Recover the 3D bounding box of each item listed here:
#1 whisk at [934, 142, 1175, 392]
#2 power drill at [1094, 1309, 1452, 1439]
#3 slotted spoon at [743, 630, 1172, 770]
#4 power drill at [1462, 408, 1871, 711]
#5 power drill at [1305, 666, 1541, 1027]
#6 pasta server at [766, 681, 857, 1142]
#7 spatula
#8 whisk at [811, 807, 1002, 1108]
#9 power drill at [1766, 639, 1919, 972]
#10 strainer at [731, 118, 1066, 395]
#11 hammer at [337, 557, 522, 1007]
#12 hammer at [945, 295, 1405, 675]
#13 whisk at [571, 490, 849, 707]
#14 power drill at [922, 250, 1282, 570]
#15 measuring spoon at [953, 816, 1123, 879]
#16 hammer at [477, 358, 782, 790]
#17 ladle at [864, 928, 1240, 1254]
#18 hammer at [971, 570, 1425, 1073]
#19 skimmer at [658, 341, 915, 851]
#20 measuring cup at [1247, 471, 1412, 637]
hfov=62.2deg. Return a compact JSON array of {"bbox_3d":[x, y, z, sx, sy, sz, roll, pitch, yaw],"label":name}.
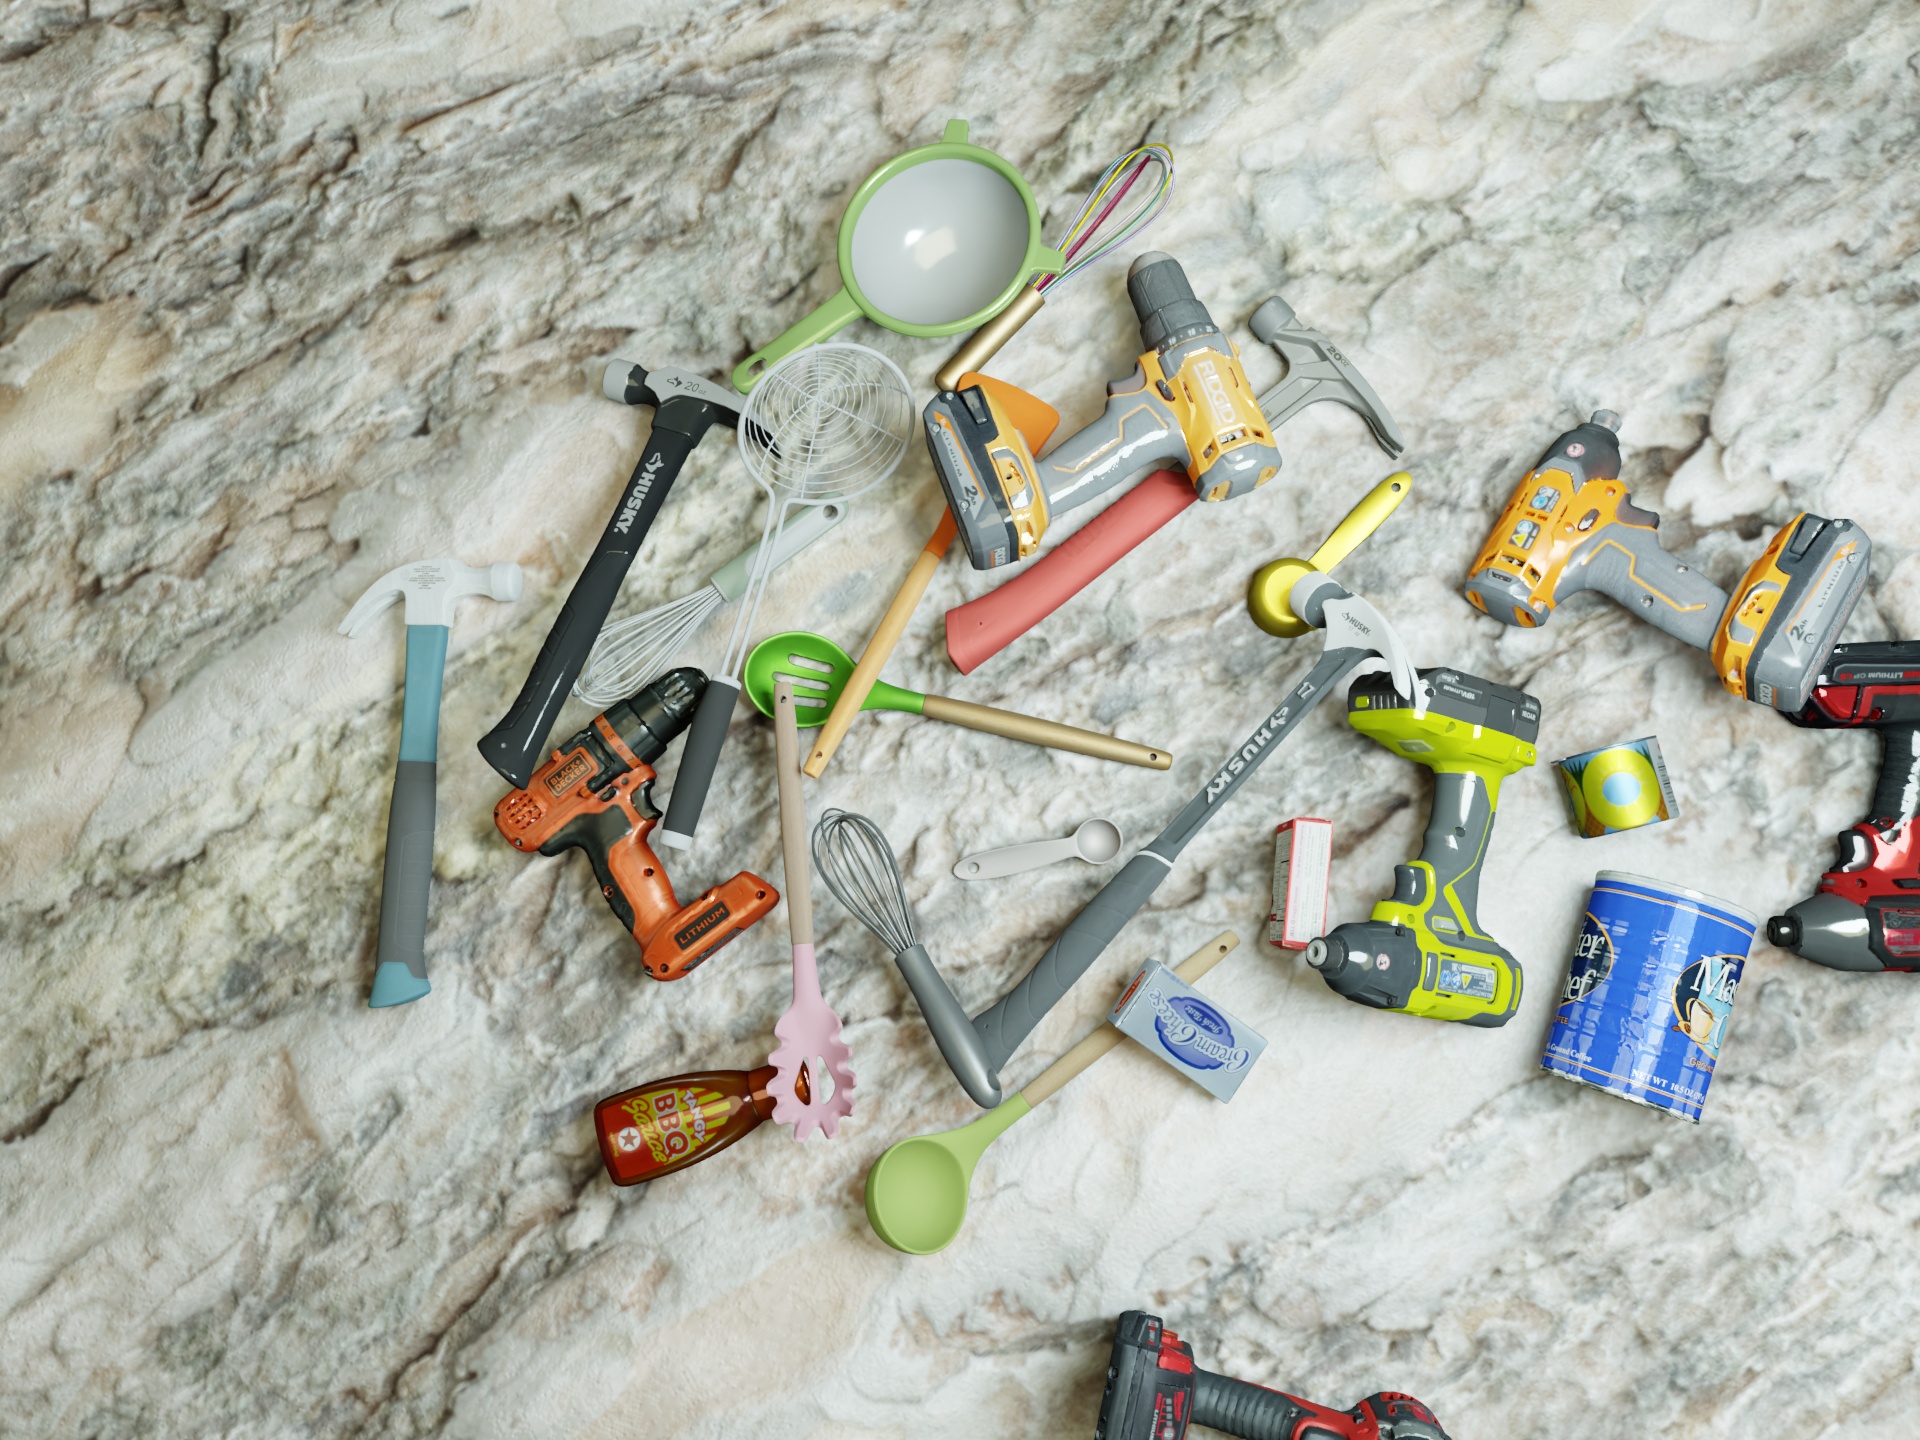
[{"bbox_3d":[0.069,-0.336,1.181,0.051,0.047,0.245,44,91,7],"label":"whisk"},{"bbox_3d":[0.200,0.448,0.993,0.227,0.187,0.080,11,83,10],"label":"power drill"},{"bbox_3d":[-0.002,-0.004,1.148,0.314,0.031,0.070,13,84,4],"label":"slotted spoon"},{"bbox_3d":[0.478,-0.115,1.071,0.227,0.084,0.164,27,85,33],"label":"power drill"},{"bbox_3d":[0.308,0.083,1.057,0.171,0.080,0.223,15,79,-30],"label":"power drill"},{"bbox_3d":[-0.111,0.126,1.097,0.060,0.040,0.316,-5,79,-4],"label":"pasta server"},{"bbox_3d":[-0.032,-0.102,1.141,0.081,0.041,0.323,26,74,6],"label":"spatula"},{"bbox_3d":[-0.036,0.162,1.100,0.055,0.055,0.239,-31,71,0],"label":"whisk"},{"bbox_3d":[0.612,0.060,1.071,0.143,0.078,0.220,-3,85,4],"label":"power drill"},{"bbox_3d":[-0.054,-0.311,1.174,0.256,0.069,0.152,-34,74,5],"label":"strainer"},{"bbox_3d":[-0.398,0.044,1.166,0.128,0.033,0.331,2,82,4],"label":"hammer"},{"bbox_3d":[0.141,-0.146,1.152,0.359,0.036,0.149,-38,81,-2],"label":"hammer"},{"bbox_3d":[-0.182,-0.091,1.163,0.246,0.059,0.057,-37,113,-6],"label":"whisk"},{"bbox_3d":[0.089,-0.219,1.112,0.226,0.084,0.185,-19,77,-2],"label":"power drill"},{"bbox_3d":[0.055,0.094,1.138,0.124,0.018,0.034,-13,98,9],"label":"measuring spoon"},{"bbox_3d":[-0.249,-0.104,1.134,0.146,0.035,0.335,18,71,12],"label":"hammer"},{"bbox_3d":[0.068,0.249,1.094,0.320,0.062,0.078,-37,99,-4],"label":"ladle"},{"bbox_3d":[0.146,0.084,1.072,0.036,0.149,0.409,35,100,-32],"label":"hammer"},{"bbox_3d":[-0.131,-0.084,1.099,0.127,0.090,0.363,23,79,-35],"label":"skimmer"},{"bbox_3d":[0.270,-0.125,1.141,0.062,0.029,0.156,44,89,8],"label":"measuring cup"}]
